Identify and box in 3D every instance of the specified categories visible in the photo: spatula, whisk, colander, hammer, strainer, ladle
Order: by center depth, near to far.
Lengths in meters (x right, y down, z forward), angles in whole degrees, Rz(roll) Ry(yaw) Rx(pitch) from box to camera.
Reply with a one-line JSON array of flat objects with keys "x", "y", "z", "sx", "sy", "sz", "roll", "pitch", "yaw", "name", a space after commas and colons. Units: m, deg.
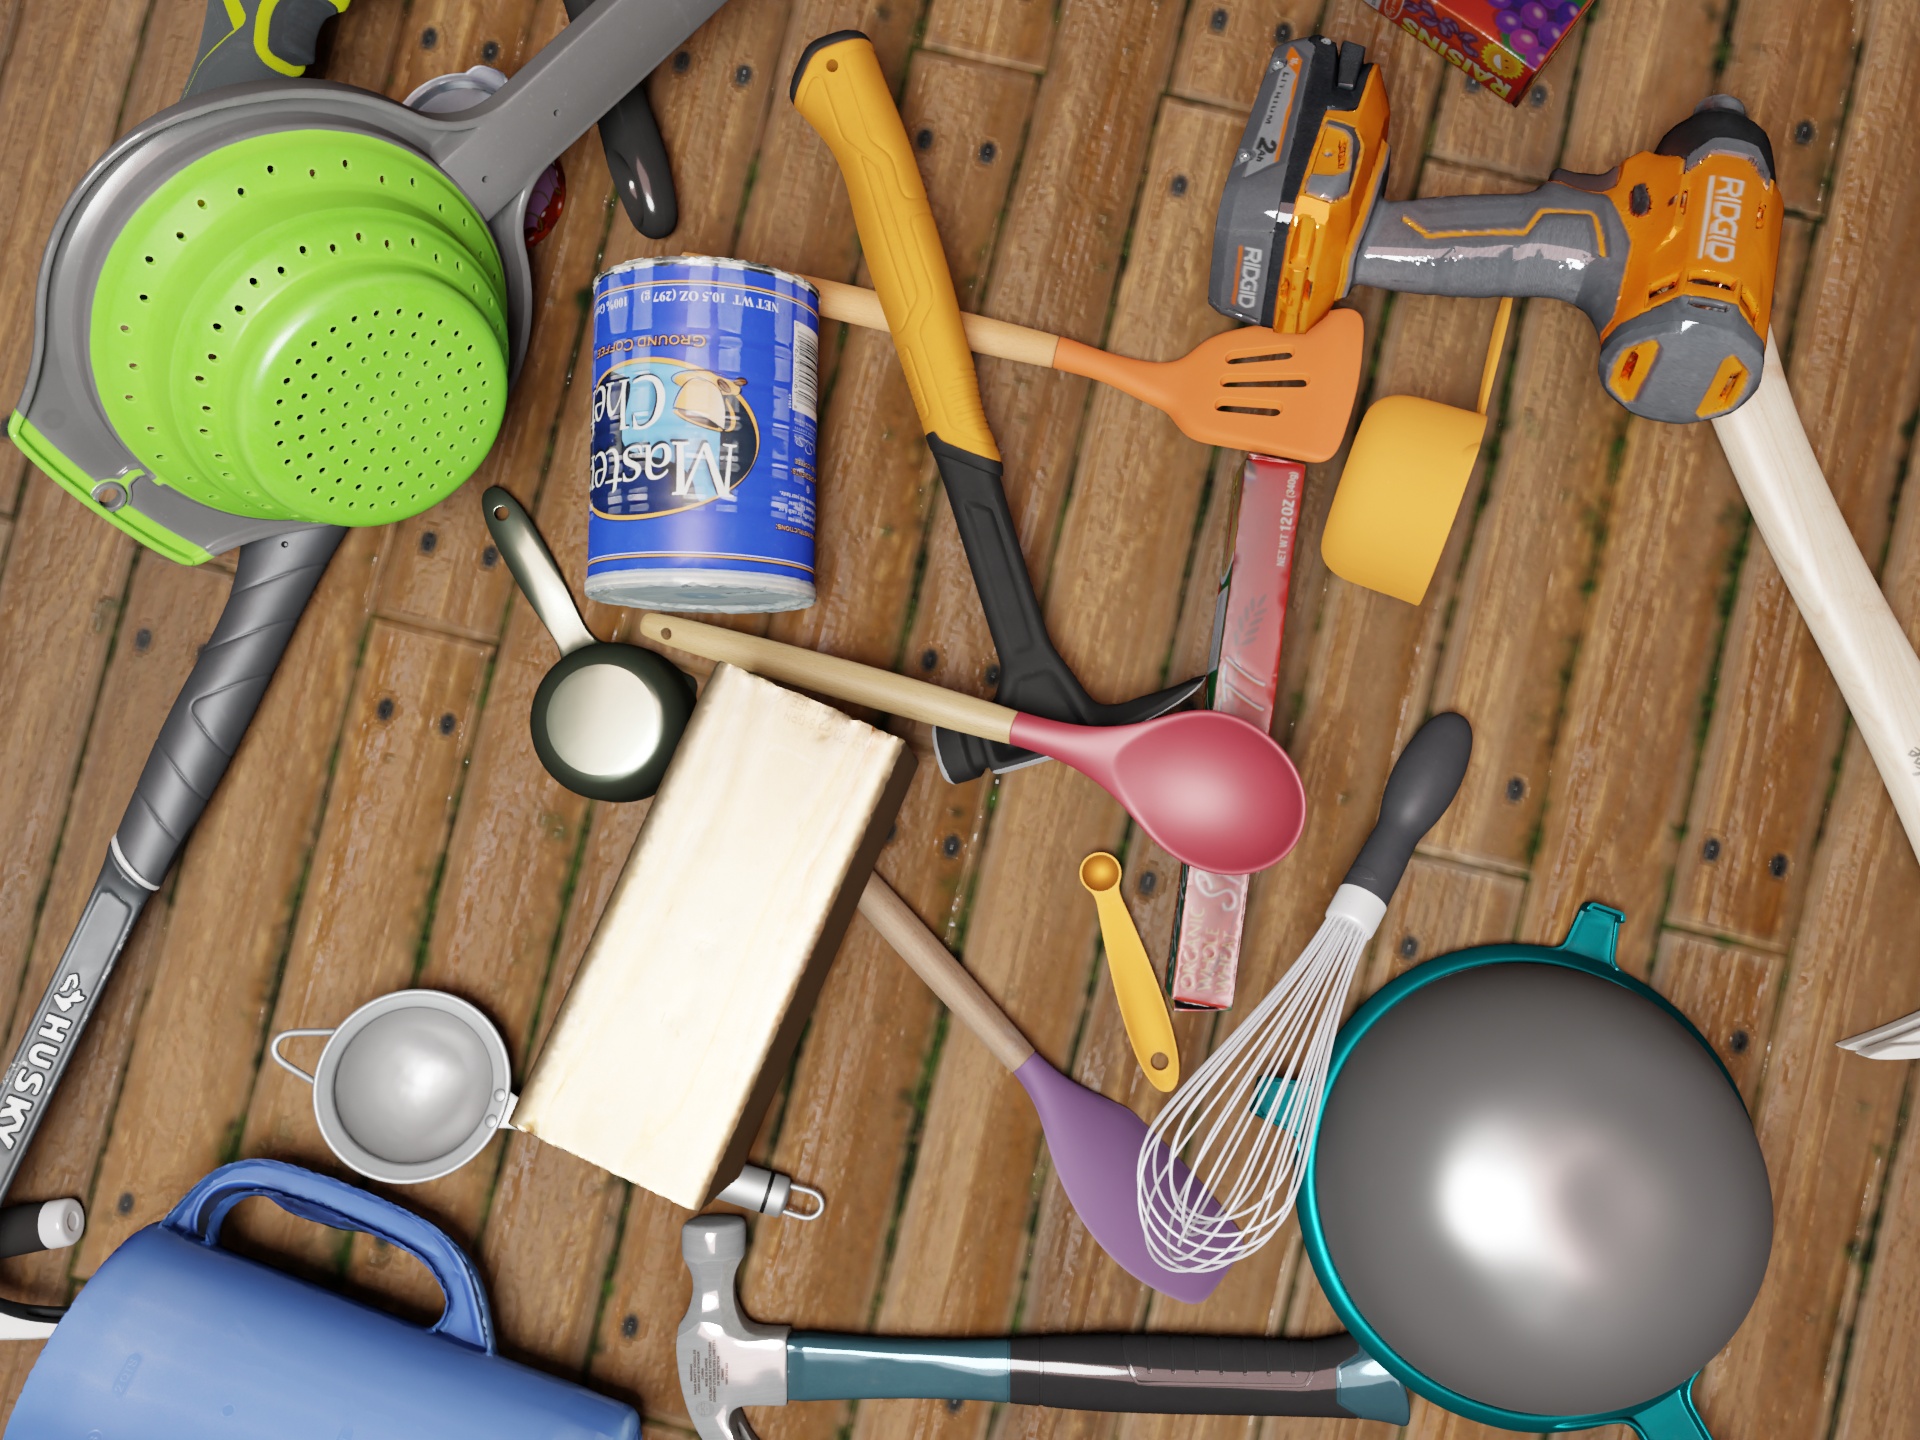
[{"x": 0.284, "y": 0.255, "z": 0.662, "sx": 0.211, "sy": 0.095, "sz": 0.340, "roll": -26, "pitch": 79, "yaw": -6, "name": "strainer"}, {"x": -0.199, "y": -0.205, "z": 0.666, "sx": 0.397, "sy": 0.204, "sz": 0.095, "roll": -45, "pitch": 56, "yaw": -5, "name": "colander"}, {"x": 0.158, "y": 0.110, "z": 0.690, "sx": 0.070, "sy": 0.070, "sz": 0.285, "roll": 32, "pitch": 71, "yaw": 3, "name": "whisk"}, {"x": -0.001, "y": -0.002, "z": 0.706, "sx": 0.315, "sy": 0.031, "sz": 0.069, "roll": 16, "pitch": 104, "yaw": 14, "name": "ladle"}, {"x": 0.002, "y": -0.146, "z": 0.716, "sx": 0.127, "sy": 0.034, "sz": 0.337, "roll": -18, "pitch": 93, "yaw": 15, "name": "hammer"}, {"x": 0.036, "y": 0.295, "z": 0.724, "sx": 0.331, "sy": 0.033, "sz": 0.128, "roll": 0, "pitch": 87, "yaw": 2, "name": "hammer"}, {"x": 0.392, "y": -0.052, "z": 0.725, "sx": 0.146, "sy": 0.038, "sz": 0.411, "roll": -24, "pitch": 86, "yaw": 2, "name": "hammer"}, {"x": -0.384, "y": 0.086, "z": 0.733, "sx": 0.149, "sy": 0.036, "sz": 0.409, "roll": 24, "pitch": 83, "yaw": -10, "name": "hammer"}, {"x": -0.187, "y": 0.189, "z": 0.735, "sx": 0.258, "sy": 0.050, "sz": 0.087, "roll": 18, "pitch": 77, "yaw": -3, "name": "strainer"}, {"x": 0.010, "y": 0.140, "z": 0.735, "sx": 0.316, "sy": 0.018, "sz": 0.060, "roll": 48, "pitch": 56, "yaw": 6, "name": "spatula"}, {"x": 0.022, "y": -0.183, "z": 0.743, "sx": 0.322, "sy": 0.041, "sz": 0.081, "roll": 14, "pitch": 72, "yaw": 4, "name": "spatula"}, {"x": -0.187, "y": -0.371, "z": 0.754, "sx": 0.073, "sy": 0.073, "sz": 0.296, "roll": -18, "pitch": 92, "yaw": 1, "name": "whisk"}]

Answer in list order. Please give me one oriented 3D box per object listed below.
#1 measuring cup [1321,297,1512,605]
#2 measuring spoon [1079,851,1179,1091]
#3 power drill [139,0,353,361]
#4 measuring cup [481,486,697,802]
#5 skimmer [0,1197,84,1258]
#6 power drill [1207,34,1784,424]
[{"x": 0.209, "y": -0.137, "z": 0.723, "sx": 0.052, "sy": 0.095, "sz": 0.174, "roll": 18, "pitch": 69, "yaw": 11, "name": "measuring cup"}, {"x": 0.080, "y": 0.117, "z": 0.744, "sx": 0.021, "sy": 0.011, "sz": 0.117, "roll": -18, "pitch": 90, "yaw": 5, "name": "measuring spoon"}, {"x": -0.312, "y": -0.283, "z": 0.718, "sx": 0.171, "sy": 0.080, "sz": 0.223, "roll": 12, "pitch": 89, "yaw": 33, "name": "power drill"}, {"x": -0.185, "y": -0.039, "z": 0.745, "sx": 0.083, "sy": 0.038, "sz": 0.167, "roll": -29, "pitch": 89, "yaw": 1, "name": "measuring cup"}, {"x": -0.598, "y": 0.256, "z": 0.719, "sx": 0.363, "sy": 0.090, "sz": 0.127, "roll": -9, "pitch": 71, "yaw": 0, "name": "skimmer"}, {"x": 0.237, "y": -0.225, "z": 0.692, "sx": 0.226, "sy": 0.084, "sz": 0.164, "roll": 15, "pitch": 64, "yaw": 12, "name": "power drill"}]
